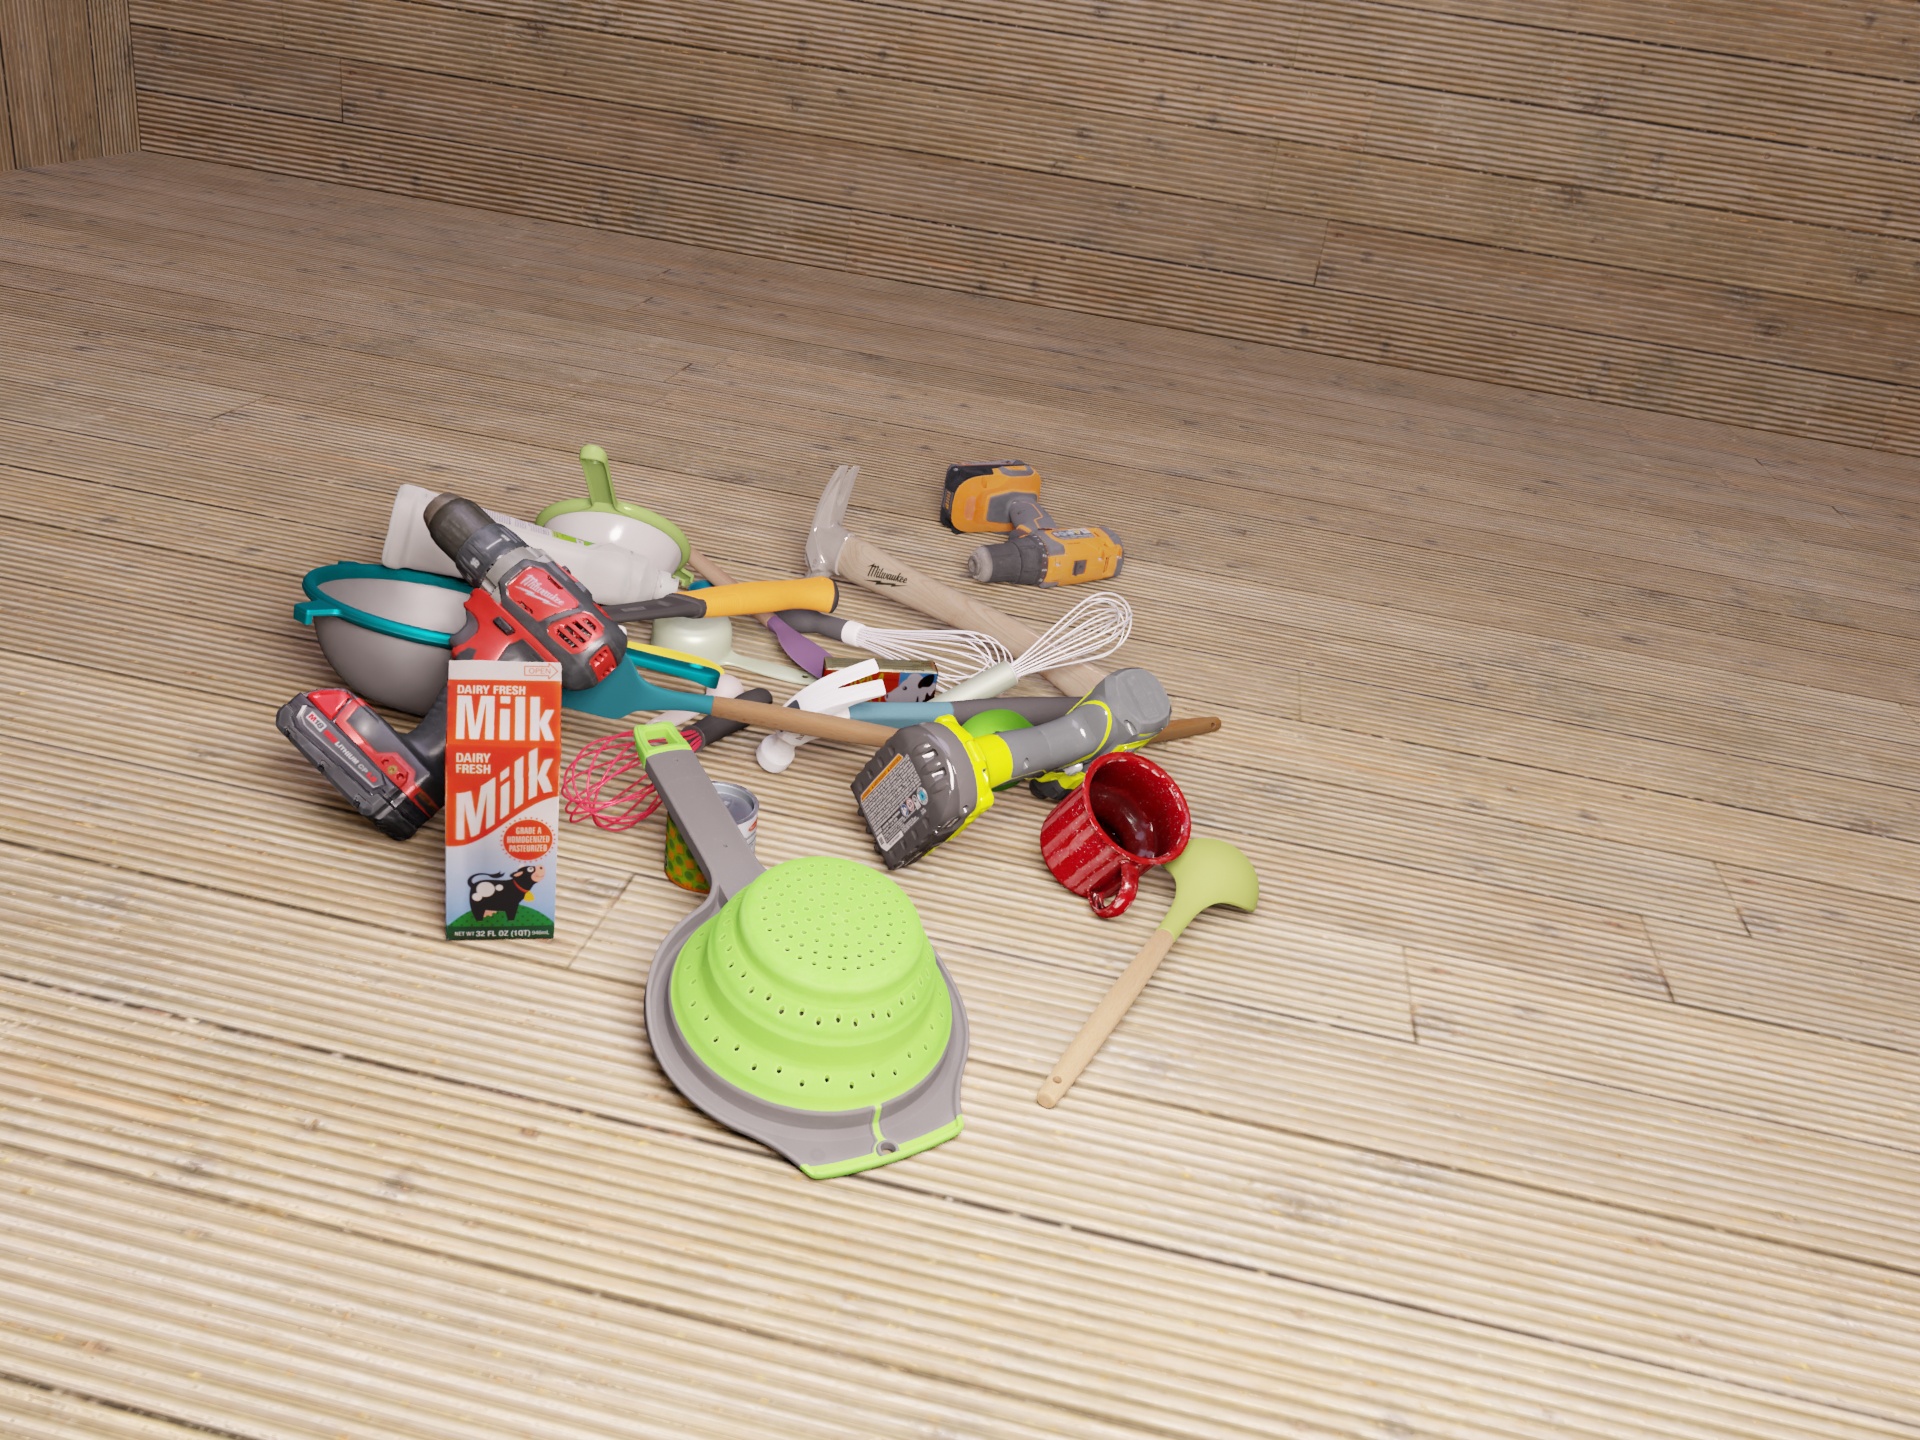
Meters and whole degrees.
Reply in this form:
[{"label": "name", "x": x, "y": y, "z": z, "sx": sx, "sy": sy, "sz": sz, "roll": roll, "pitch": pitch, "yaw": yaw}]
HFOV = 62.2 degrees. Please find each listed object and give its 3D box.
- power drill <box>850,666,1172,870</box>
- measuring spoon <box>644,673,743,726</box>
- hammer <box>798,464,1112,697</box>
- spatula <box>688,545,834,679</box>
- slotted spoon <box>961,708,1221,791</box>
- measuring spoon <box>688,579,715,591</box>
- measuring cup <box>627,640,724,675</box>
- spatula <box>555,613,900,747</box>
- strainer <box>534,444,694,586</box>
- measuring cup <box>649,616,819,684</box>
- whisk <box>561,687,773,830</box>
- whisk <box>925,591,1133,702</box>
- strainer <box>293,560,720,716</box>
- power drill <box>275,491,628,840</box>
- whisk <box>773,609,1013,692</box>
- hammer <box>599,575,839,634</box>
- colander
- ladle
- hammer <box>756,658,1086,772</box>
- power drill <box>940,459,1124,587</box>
[{"label": "power drill", "x": 0.036, "y": 0.039, "z": 1.228, "sx": 0.223, "sy": 0.171, "sz": 0.080, "roll": -15, "pitch": 71, "yaw": -34}, {"label": "measuring spoon", "x": -0.234, "y": -0.017, "z": 1.393, "sx": 0.034, "sy": 0.018, "sz": 0.124, "roll": 21, "pitch": 30, "yaw": 23}, {"label": "hammer", "x": 0.011, "y": -0.110, "z": 1.542, "sx": 0.411, "sy": 0.146, "sz": 0.038, "roll": 30, "pitch": 22, "yaw": 28}, {"label": "spatula", "x": -0.200, "y": -0.108, "z": 1.551, "sx": 0.059, "sy": 0.018, "sz": 0.316, "roll": 1, "pitch": 30, "yaw": -48}, {"label": "slotted spoon", "x": 0.122, "y": 0.015, "z": 1.402, "sx": 0.313, "sy": 0.070, "sz": 0.031, "roll": -6, "pitch": 12, "yaw": -39}, {"label": "measuring spoon", "x": -0.248, "y": -0.096, "z": 1.560, "sx": 0.042, "sy": 0.021, "sz": 0.129, "roll": 5, "pitch": 35, "yaw": -11}, {"label": "measuring cup", "x": -0.291, "y": -0.065, "z": 1.451, "sx": 0.156, "sy": 0.062, "sz": 0.029, "roll": 16, "pitch": 15, "yaw": -10}, {"label": "spatula", "x": -0.166, "y": -0.013, "z": 1.234, "sx": 0.317, "sy": 0.082, "sz": 0.044, "roll": 11, "pitch": 25, "yaw": -9}, {"label": "strainer", "x": -0.335, "y": -0.168, "z": 1.489, "sx": 0.151, "sy": 0.256, "sz": 0.069, "roll": 7, "pitch": 69, "yaw": -4}, {"label": "measuring cup", "x": -0.208, "y": -0.071, "z": 1.481, "sx": 0.167, "sy": 0.038, "sz": 0.083, "roll": 16, "pitch": 35, "yaw": 9}, {"label": "whisk", "x": -0.226, "y": 0.021, "z": 1.277, "sx": 0.073, "sy": 0.073, "sz": 0.296, "roll": 17, "pitch": 22, "yaw": 16}, {"label": "whisk", "x": 0.052, "y": -0.046, "z": 1.427, "sx": 0.246, "sy": 0.059, "sz": 0.058, "roll": -28, "pitch": 24, "yaw": -14}, {"label": "strainer", "x": -0.377, "y": -0.041, "z": 1.326, "sx": 0.340, "sy": 0.095, "sz": 0.211, "roll": 14, "pitch": 13, "yaw": -14}, {"label": "power drill", "x": -0.382, "y": -0.046, "z": 1.160, "sx": 0.188, "sy": 0.080, "sz": 0.227, "roll": 42, "pitch": 75, "yaw": 11}, {"label": "whisk", "x": -0.076, "y": -0.074, "z": 1.522, "sx": 0.285, "sy": 0.070, "sz": 0.070, "roll": 17, "pitch": 27, "yaw": 28}, {"label": "hammer", "x": -0.233, "y": -0.106, "z": 1.410, "sx": 0.127, "sy": 0.034, "sz": 0.336, "roll": 29, "pitch": 23, "yaw": 30}, {"label": "colander", "x": -0.124, "y": 0.100, "z": 1.017, "sx": 0.204, "sy": 0.094, "sz": 0.398, "roll": -9, "pitch": 43, "yaw": -31}, {"label": "ladle", "x": 0.128, "y": 0.174, "z": 1.105, "sx": 0.078, "sy": 0.062, "sz": 0.320, "roll": 27, "pitch": 37, "yaw": 18}, {"label": "hammer", "x": -0.002, "y": -0.004, "z": 1.357, "sx": 0.331, "sy": 0.128, "sz": 0.033, "roll": -1, "pitch": 59, "yaw": -33}, {"label": "power drill", "x": 0.056, "y": -0.220, "z": 1.829, "sx": 0.185, "sy": 0.084, "sz": 0.226, "roll": -9, "pitch": 35, "yaw": -28}]
